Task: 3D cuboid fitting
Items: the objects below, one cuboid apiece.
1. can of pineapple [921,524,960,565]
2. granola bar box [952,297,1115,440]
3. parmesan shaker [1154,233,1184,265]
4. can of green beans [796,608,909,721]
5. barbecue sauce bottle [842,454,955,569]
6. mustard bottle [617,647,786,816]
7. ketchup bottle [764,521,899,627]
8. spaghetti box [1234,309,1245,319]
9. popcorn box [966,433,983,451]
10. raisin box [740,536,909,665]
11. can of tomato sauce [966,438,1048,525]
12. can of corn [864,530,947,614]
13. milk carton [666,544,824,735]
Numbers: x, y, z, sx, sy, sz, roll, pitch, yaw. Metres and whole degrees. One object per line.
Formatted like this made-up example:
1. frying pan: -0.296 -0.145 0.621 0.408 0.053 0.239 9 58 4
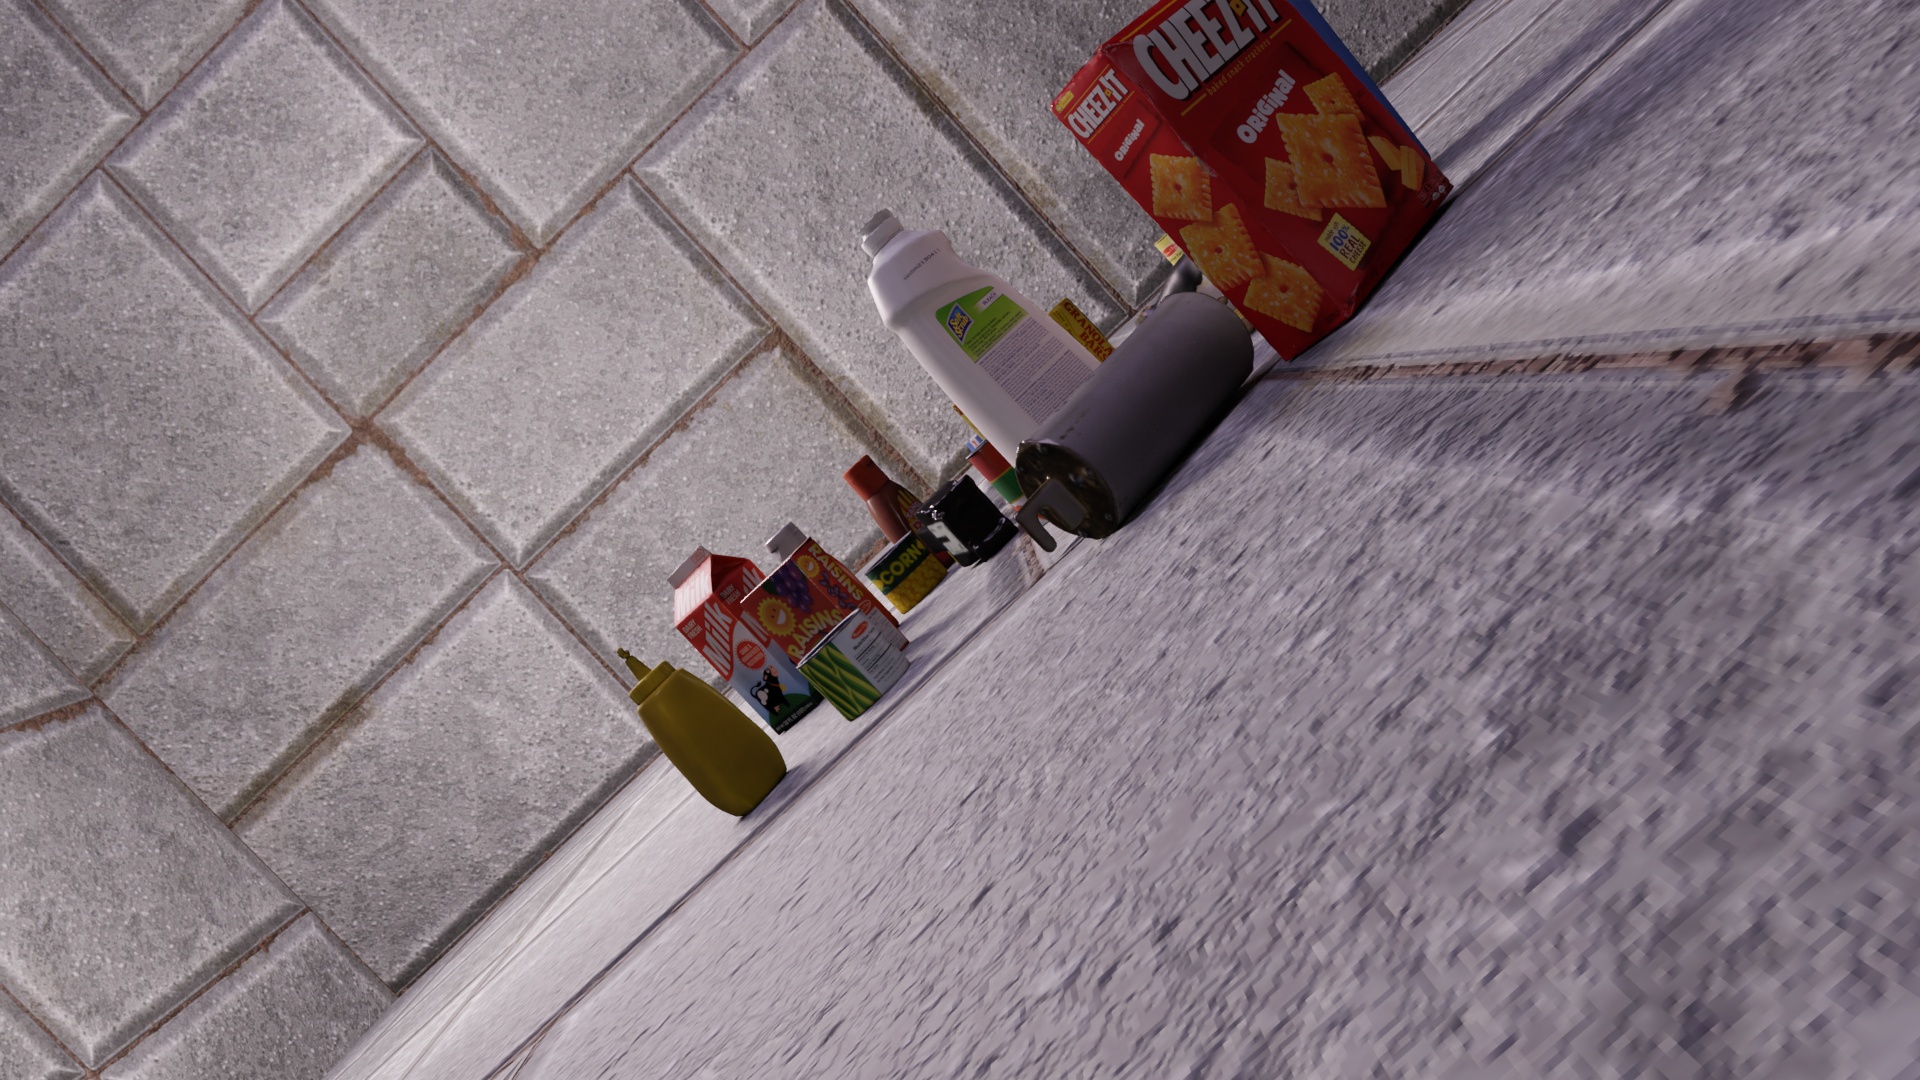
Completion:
1. can of pineapple: 0.005 -0.017 1.375 0.071 0.058 0.071 -43 4 4
2. granola bar box: 0.083 -0.121 1.229 0.039 0.124 0.165 -46 5 -39
3. parmesan shaker: 0.254 -0.284 1.406 0.071 0.103 0.071 -43 4 4
4. can of green beans: -0.081 0.094 1.052 0.071 0.058 0.071 -43 4 4
5. barbecue sauce bottle: -0.064 -0.027 1.488 0.043 0.148 0.065 -41 5 34
6. mustard bottle: -0.208 0.140 1.075 0.066 0.160 0.048 -46 5 -41
7. ketchup bottle: -0.129 0.046 1.370 0.044 0.149 0.064 -46 5 -38
8. spaghetti box: 0.207 -0.191 1.280 0.029 0.050 0.249 -45 5 -31
9. popcorn box: 0.077 -0.114 1.485 0.127 0.085 0.038 -45 4 -31
10. raisin box: -0.116 0.069 1.184 0.085 0.123 0.040 -40 5 39
11. can of tomato sauce: 0.056 -0.060 1.144 0.071 0.083 0.071 -43 4 4
12. can of corn: -0.055 0.033 1.427 0.071 0.058 0.071 -43 4 4
13. milk carton: -0.208 0.091 1.371 0.072 0.190 0.074 -40 5 36
